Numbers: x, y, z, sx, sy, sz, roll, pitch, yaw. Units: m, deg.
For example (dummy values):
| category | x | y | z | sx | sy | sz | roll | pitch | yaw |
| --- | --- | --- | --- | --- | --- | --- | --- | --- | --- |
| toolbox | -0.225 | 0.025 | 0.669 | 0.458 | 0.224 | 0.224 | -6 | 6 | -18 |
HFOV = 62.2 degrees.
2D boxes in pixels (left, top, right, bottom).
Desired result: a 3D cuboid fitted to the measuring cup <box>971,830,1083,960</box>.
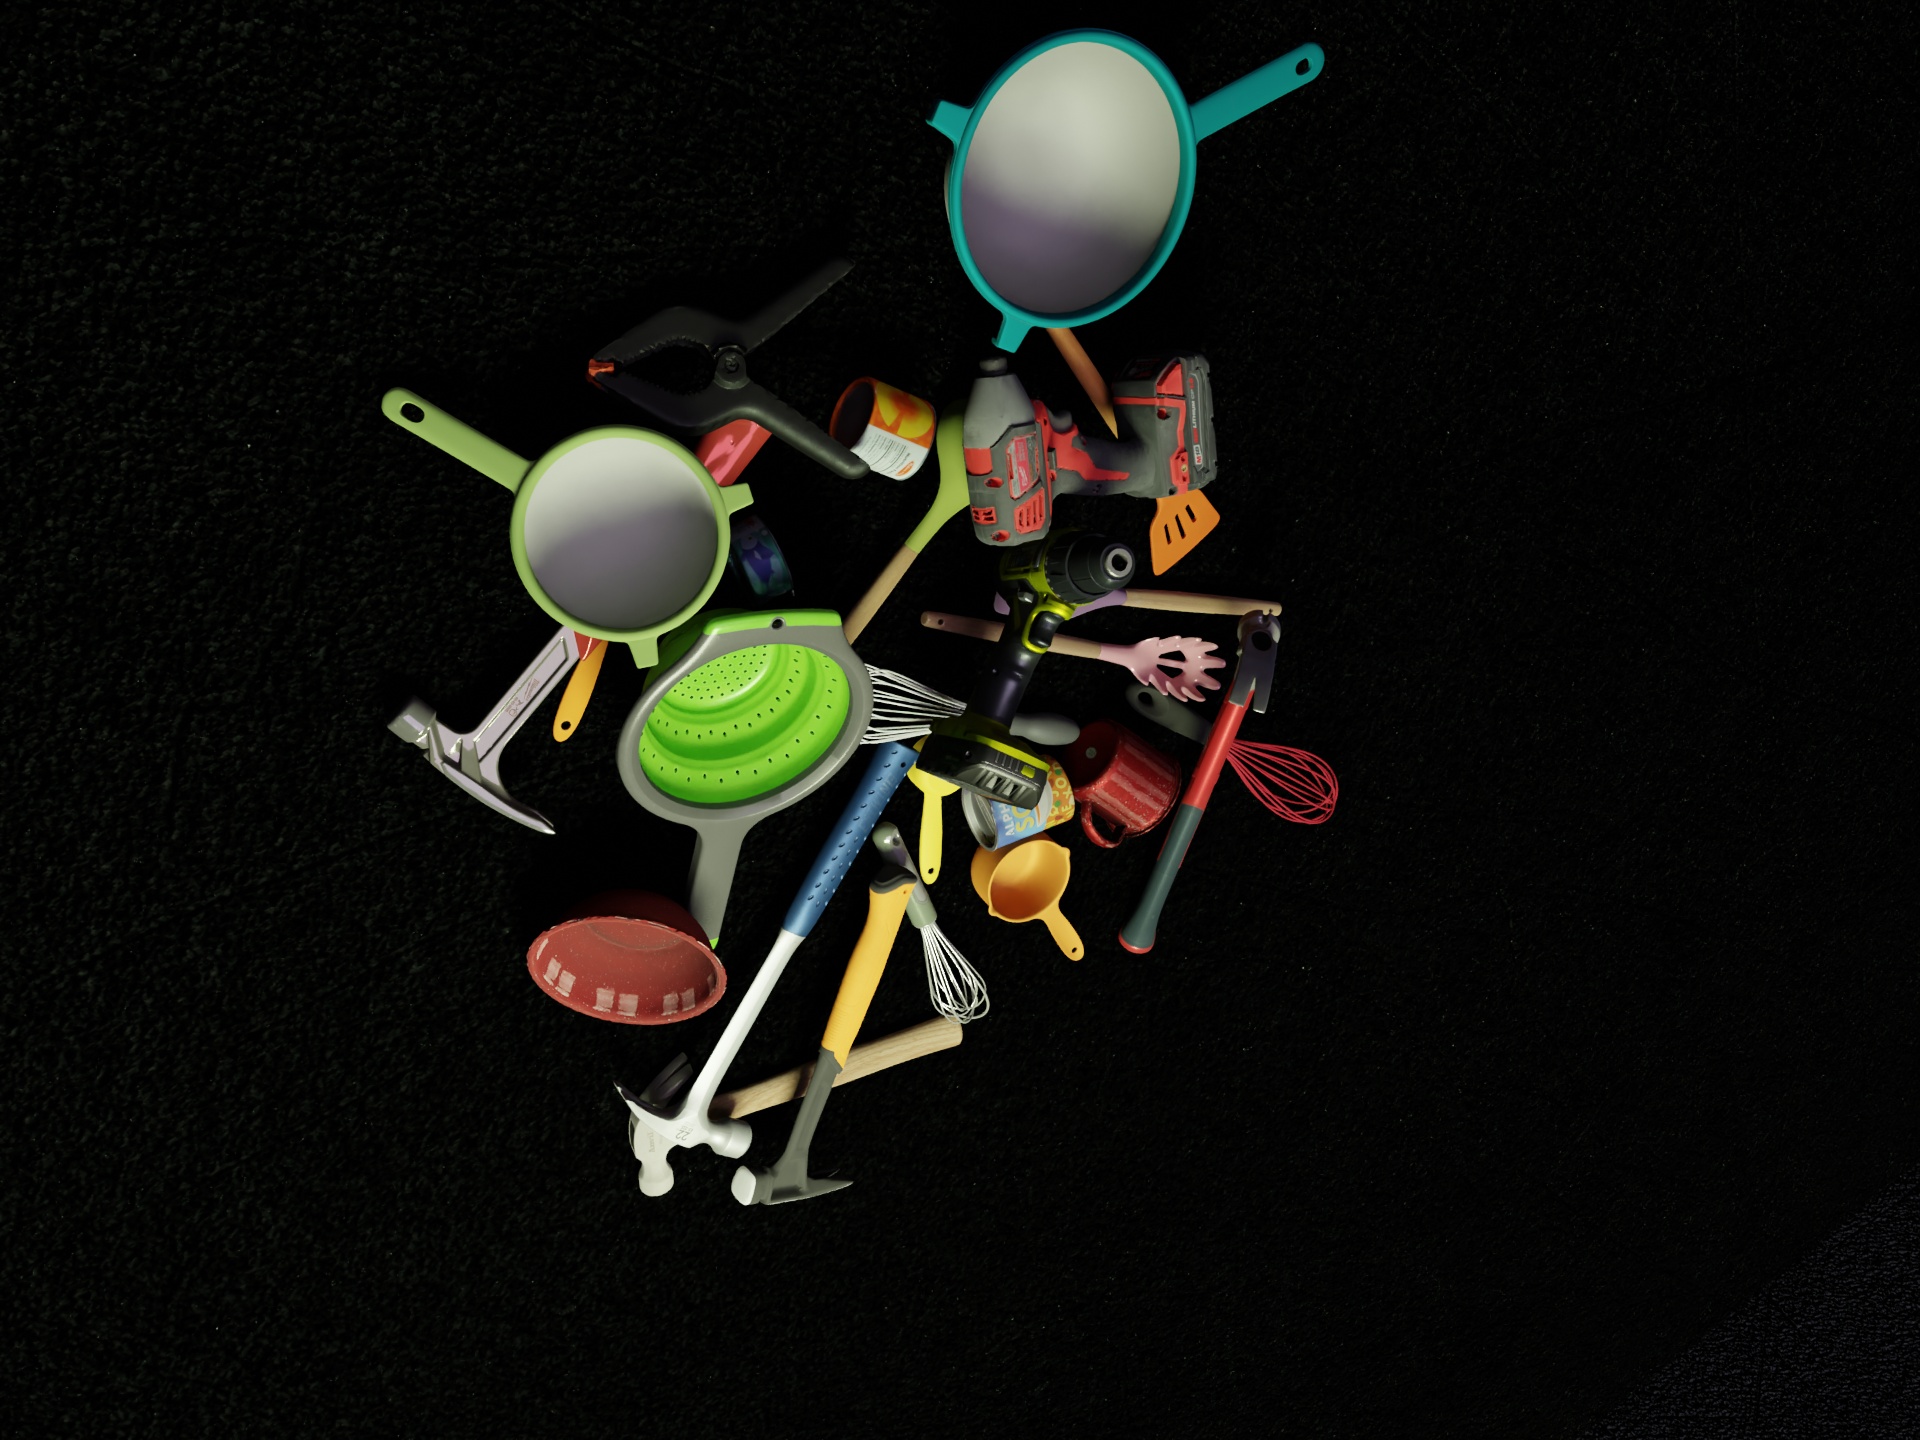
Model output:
| category | x | y | z | sx | sy | sz | roll | pitch | yaw |
| --- | --- | --- | --- | --- | --- | --- | --- | --- | --- |
| measuring cup | 0.071 | 0.167 | 1.526 | 0.095 | 0.052 | 0.173 | -38 | 129 | -7 |

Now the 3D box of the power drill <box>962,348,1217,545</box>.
| category | x | y | z | sx | sy | sz | roll | pitch | yaw |
| --- | --- | --- | --- | --- | --- | --- | --- | --- | --- |
| power drill | 0.097 | -0.229 | 1.264 | 0.219 | 0.079 | 0.143 | -18 | 109 | -32 |

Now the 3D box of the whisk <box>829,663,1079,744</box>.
| category | x | y | z | sx | sy | sz | roll | pitch | yaw |
| --- | --- | --- | --- | --- | --- | --- | --- | --- | --- |
| whisk | -0.003 | -0.004 | 1.394 | 0.284 | 0.070 | 0.070 | 8 | 110 | -38 |

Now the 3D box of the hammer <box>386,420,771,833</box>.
| category | x | y | z | sx | sy | sz | roll | pitch | yaw |
| --- | --- | --- | --- | --- | --- | --- | --- | --- | --- |
| hammer | -0.259 | -0.088 | 1.201 | 0.149 | 0.037 | 0.359 | 40 | 90 | -25 |

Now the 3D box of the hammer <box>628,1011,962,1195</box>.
| category | x | y | z | sx | sy | sz | roll | pitch | yaw |
| --- | --- | --- | --- | --- | --- | --- | --- | --- | --- |
| hammer | -0.150 | 0.338 | 1.500 | 0.331 | 0.031 | 0.130 | -15 | 121 | -23 |

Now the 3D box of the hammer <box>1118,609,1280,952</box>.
| category | x | y | z | sx | sy | sz | roll | pitch | yaw |
| --- | --- | --- | --- | --- | --- | --- | --- | --- | --- |
| hammer | 0.217 | 0.087 | 1.496 | 0.038 | 0.143 | 0.386 | 19 | 126 | 3 |

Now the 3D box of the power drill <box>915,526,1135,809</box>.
| category | x | y | z | sx | sy | sz | roll | pitch | yaw |
| --- | --- | --- | --- | --- | --- | --- | --- | --- | --- |
| power drill | 0.057 | -0.049 | 1.282 | 0.080 | 0.191 | 0.228 | 24 | 84 | -20 |

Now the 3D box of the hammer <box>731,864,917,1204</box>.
| category | x | y | z | sx | sy | sz | roll | pitch | yaw |
| --- | --- | --- | --- | --- | --- | --- | --- | --- | --- |
| hammer | -0.104 | 0.287 | 1.451 | 0.127 | 0.034 | 0.337 | 7 | 107 | -46 |

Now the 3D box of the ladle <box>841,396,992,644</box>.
| category | x | y | z | sx | sy | sz | roll | pitch | yaw |
| --- | --- | --- | --- | --- | --- | --- | --- | --- | --- |
| ladle | -0.061 | -0.127 | 1.311 | 0.078 | 0.062 | 0.320 | 29 | 105 | -38 |

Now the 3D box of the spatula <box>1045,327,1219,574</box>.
| category | x | y | z | sx | sy | sz | roll | pitch | yaw |
| --- | --- | --- | --- | --- | --- | --- | --- | --- | --- |
| spatula | 0.133 | -0.252 | 1.362 | 0.081 | 0.041 | 0.322 | -42 | 123 | -3 |

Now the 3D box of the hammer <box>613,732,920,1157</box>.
| category | x | y | z | sx | sy | sz | roll | pitch | yaw |
| --- | --- | --- | --- | --- | --- | --- | --- | --- | --- |
| hammer | -0.156 | 0.193 | 1.392 | 0.144 | 0.035 | 0.405 | 28 | 93 | -38 |

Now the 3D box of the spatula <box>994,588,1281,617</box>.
| category | x | y | z | sx | sy | sz | roll | pitch | yaw |
| --- | --- | --- | --- | --- | --- | --- | --- | --- | --- |
| spatula | 0.170 | -0.114 | 1.456 | 0.315 | 0.018 | 0.059 | 3 | 110 | -30 |

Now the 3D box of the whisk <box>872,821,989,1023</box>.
| category | x | y | z | sx | sy | sz | roll | pitch | yaw |
| --- | --- | --- | --- | --- | --- | --- | --- | --- | --- |
| whisk | -0.030 | 0.191 | 1.484 | 0.058 | 0.059 | 0.246 | -59 | 137 | -45 |

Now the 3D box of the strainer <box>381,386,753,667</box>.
| category | x | y | z | sx | sy | sz | roll | pitch | yaw |
| --- | --- | --- | --- | --- | --- | --- | --- | --- | --- |
| strainer | -0.286 | -0.159 | 1.126 | 0.256 | 0.069 | 0.151 | 30 | 92 | -10 |

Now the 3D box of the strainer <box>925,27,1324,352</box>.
| category | x | y | z | sx | sy | sz | roll | pitch | yaw |
| --- | --- | --- | --- | --- | --- | --- | --- | --- | --- |
| strainer | 0.118 | -0.442 | 1.209 | 0.340 | 0.095 | 0.210 | -32 | 128 | -14 |

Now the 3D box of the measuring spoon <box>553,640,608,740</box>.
| category | x | y | z | sx | sy | sz | roll | pitch | yaw |
| --- | --- | --- | --- | --- | --- | --- | --- | --- | --- |
| measuring spoon | -0.291 | -0.034 | 1.237 | 0.021 | 0.011 | 0.117 | 17 | 105 | -35 |

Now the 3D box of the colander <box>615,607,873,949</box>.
| category | x | y | z | sx | sy | sz | roll | pitch | yaw |
| --- | --- | --- | --- | --- | --- | --- | --- | --- | --- |
| colander | -0.200 | 0.040 | 1.293 | 0.204 | 0.095 | 0.396 | -6 | 135 | -28 |

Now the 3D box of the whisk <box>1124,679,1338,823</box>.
| category | x | y | z | sx | sy | sz | roll | pitch | yaw |
| --- | --- | --- | --- | --- | --- | --- | --- | --- | --- |
| whisk | 0.270 | 0.028 | 1.567 | 0.295 | 0.073 | 0.073 | 28 | 99 | -30 |

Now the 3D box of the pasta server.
| category | x | y | z | sx | sy | sz | roll | pitch | yaw |
| --- | --- | --- | --- | --- | --- | --- | --- | --- | --- |
| pasta server | 0.105 | -0.066 | 1.432 | 0.316 | 0.040 | 0.060 | 9 | 98 | -32 |

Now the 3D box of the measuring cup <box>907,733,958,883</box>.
| category | x | y | z | sx | sy | sz | roll | pitch | yaw |
| --- | --- | --- | --- | --- | --- | --- | --- | --- | --- |
| measuring cup | -0.020 | 0.085 | 1.443 | 0.062 | 0.029 | 0.156 | -10 | 117 | -25 |
